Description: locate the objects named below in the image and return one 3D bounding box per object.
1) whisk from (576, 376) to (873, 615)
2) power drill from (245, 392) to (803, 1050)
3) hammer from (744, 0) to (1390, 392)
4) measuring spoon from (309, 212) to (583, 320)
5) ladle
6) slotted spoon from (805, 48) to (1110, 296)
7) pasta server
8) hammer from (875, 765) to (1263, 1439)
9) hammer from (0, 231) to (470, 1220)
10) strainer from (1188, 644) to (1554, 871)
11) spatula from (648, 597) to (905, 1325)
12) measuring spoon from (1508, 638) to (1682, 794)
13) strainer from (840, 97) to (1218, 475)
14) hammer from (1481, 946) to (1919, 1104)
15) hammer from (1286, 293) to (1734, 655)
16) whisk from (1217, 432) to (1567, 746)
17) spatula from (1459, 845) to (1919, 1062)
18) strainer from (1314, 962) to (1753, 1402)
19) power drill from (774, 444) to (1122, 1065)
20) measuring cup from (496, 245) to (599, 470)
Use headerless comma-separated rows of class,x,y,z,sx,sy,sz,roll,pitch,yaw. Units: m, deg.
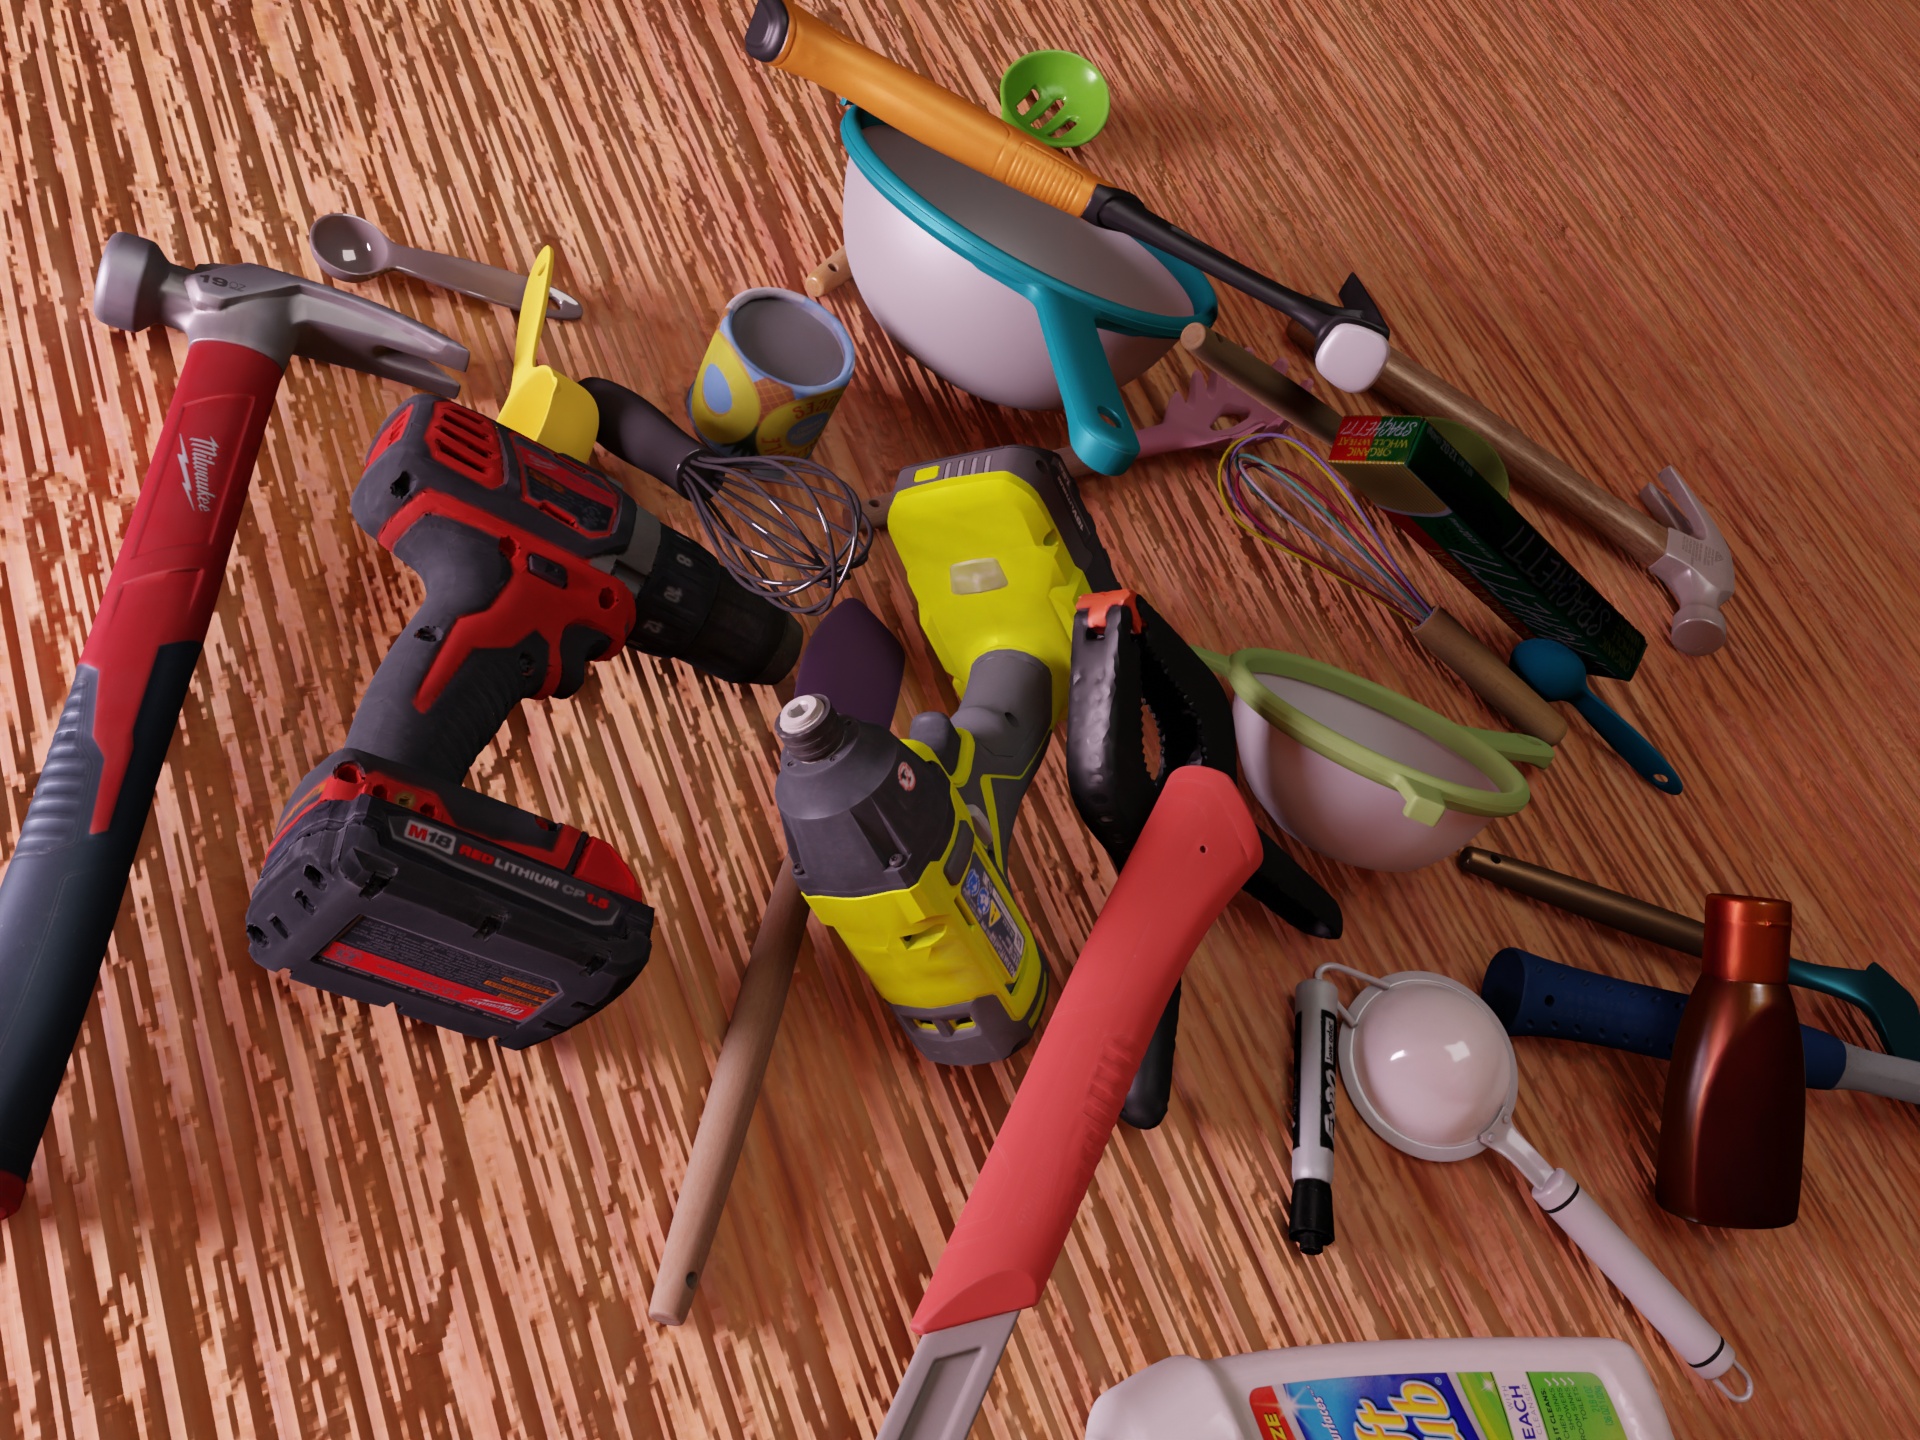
whisk,-0.107,-0.102,0.642,0.055,0.055,0.239,-11,31,-33
power drill,-0.147,0.000,0.589,0.187,0.080,0.227,27,46,-30
hammer,0.054,-0.261,0.773,0.337,0.034,0.127,26,28,-6
measuring spoon,-0.235,-0.201,0.732,0.124,0.018,0.034,10,59,-31
ladle,0.208,-0.158,0.836,0.320,0.062,0.078,12,54,-53
slotted spoon,0.000,-0.319,0.929,0.070,0.031,0.314,40,51,0
pasta server,0.070,-0.145,0.838,0.316,0.040,0.060,-20,55,-35
hammer,0.012,0.162,0.538,0.149,0.036,0.359,28,62,1
hammer,-0.275,-0.018,0.566,0.143,0.038,0.387,14,53,-22
strainer,0.220,0.030,0.789,0.256,0.069,0.152,5,25,-46
spatula,-0.069,0.075,0.620,0.059,0.018,0.316,45,43,-36
measuring spoon,0.358,0.004,0.896,0.128,0.042,0.021,42,60,-6
strainer,0.026,-0.184,0.769,0.211,0.095,0.341,18,35,-21
hammer,0.447,0.168,0.799,0.405,0.035,0.144,14,88,-14
hammer,0.353,-0.172,1.013,0.331,0.031,0.130,31,50,-5
whisk,0.238,-0.068,0.880,0.245,0.051,0.047,41,71,-2
spatula,0.399,0.128,0.839,0.317,0.044,0.082,20,52,-9
strainer,0.259,0.200,0.703,0.087,0.050,0.258,-41,86,-25
power drill,-0.001,-0.002,0.632,0.171,0.080,0.223,62,32,-37
measuring cup,-0.181,-0.157,0.706,0.029,0.062,0.157,27,40,-35
